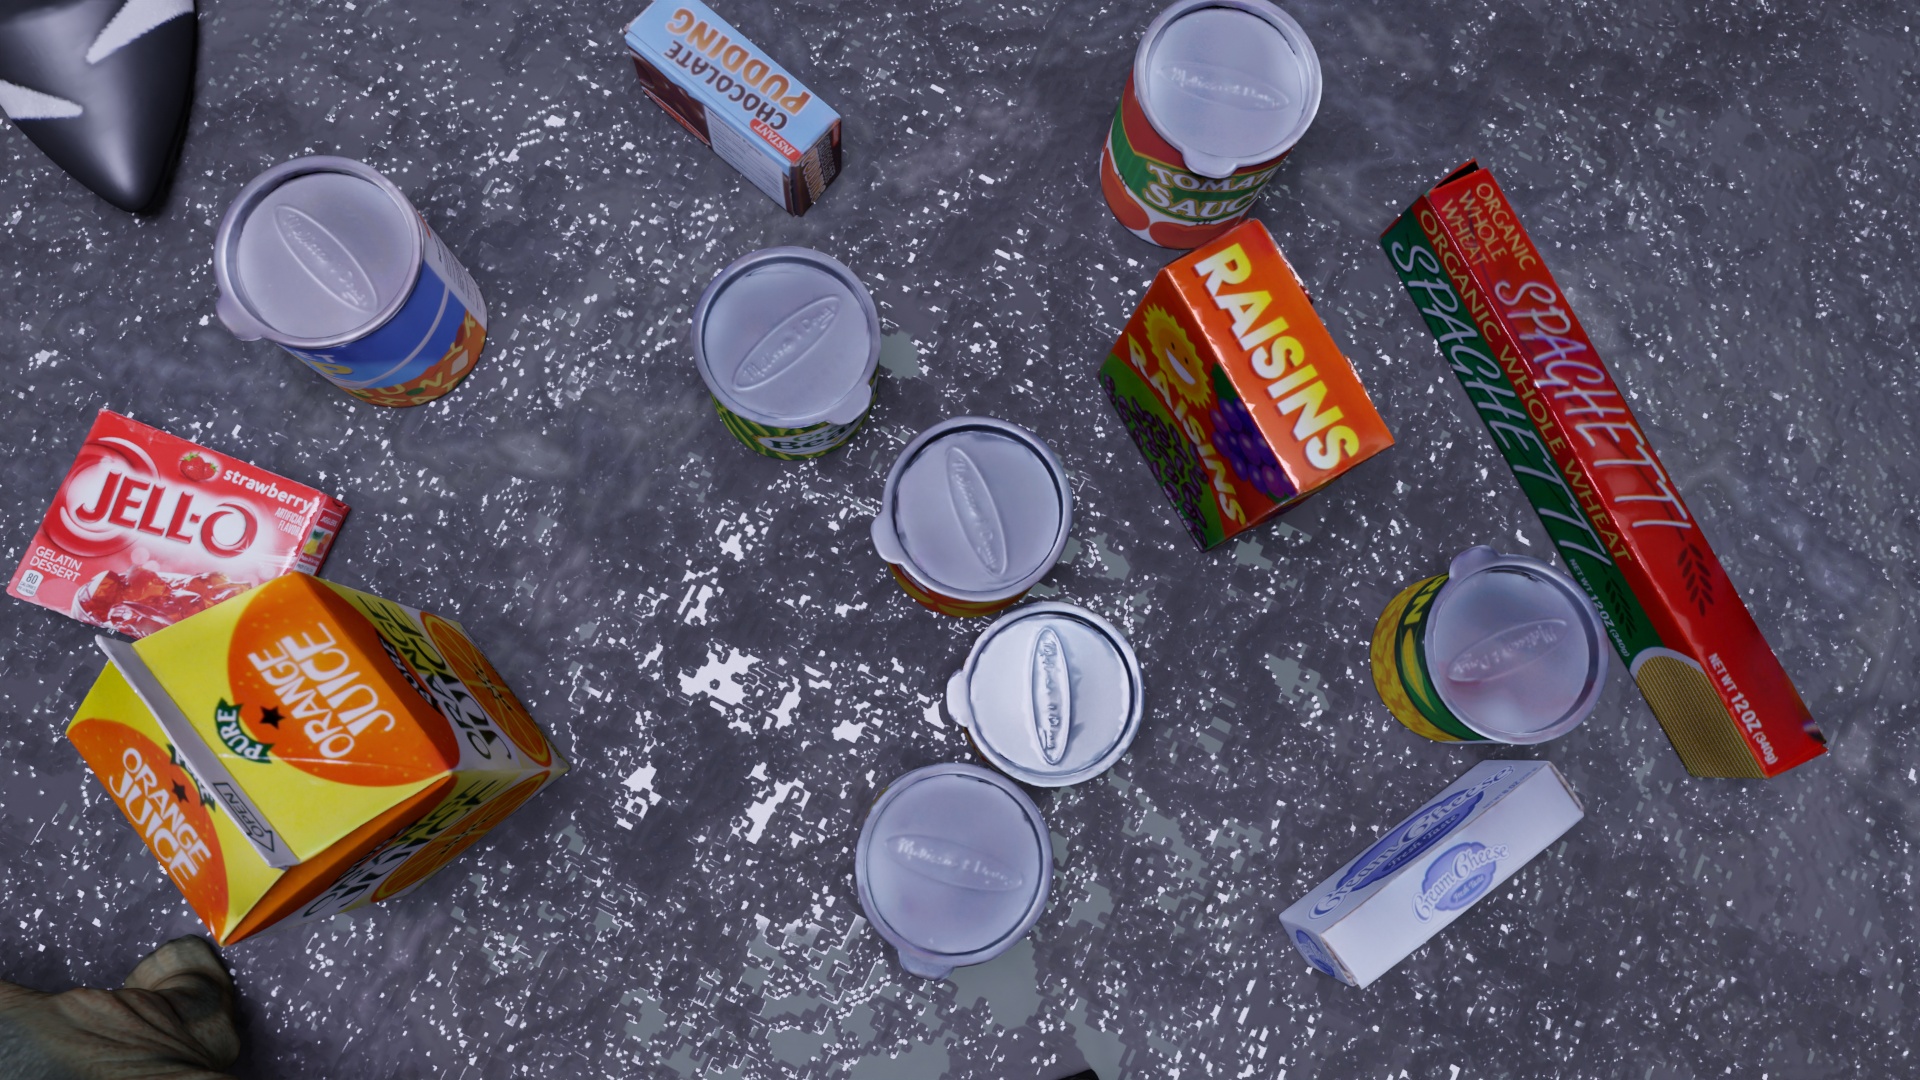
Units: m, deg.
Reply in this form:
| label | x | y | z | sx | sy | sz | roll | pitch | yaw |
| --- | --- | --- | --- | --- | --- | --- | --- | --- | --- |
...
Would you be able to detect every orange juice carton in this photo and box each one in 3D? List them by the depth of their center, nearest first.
| label | x | y | z | sx | sy | sz | roll | pitch | yaw |
| --- | --- | --- | --- | --- | --- | --- | --- | --- | --- |
| orange juice carton | -0.185 | 0.063 | 0.413 | 0.073 | 0.192 | 0.072 | -38 | 85 | -9 |

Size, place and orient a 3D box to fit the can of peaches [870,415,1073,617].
| label | x | y | z | sx | sy | sz | roll | pitch | yaw |
| --- | --- | --- | --- | --- | --- | --- | --- | --- | --- |
| can of peaches | 0.002 | -0.006 | 0.506 | 0.071 | 0.058 | 0.071 | 1 | 81 | -4 |

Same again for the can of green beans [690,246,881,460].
| label | x | y | z | sx | sy | sz | roll | pitch | yaw |
| --- | --- | --- | --- | --- | --- | --- | --- | --- | --- |
| can of green beans | -0.063 | -0.067 | 0.512 | 0.071 | 0.057 | 0.071 | 1 | 81 | -4 |

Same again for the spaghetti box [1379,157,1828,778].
| label | x | y | z | sx | sy | sz | roll | pitch | yaw |
| --- | --- | --- | --- | --- | --- | --- | --- | --- | --- |
| spaghetti box | 0.239 | -0.026 | 0.530 | 0.029 | 0.050 | 0.250 | -27 | 83 | -7 |

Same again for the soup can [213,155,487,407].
| label | x | y | z | sx | sy | sz | roll | pitch | yaw |
| --- | --- | --- | --- | --- | --- | --- | --- | --- | --- |
| soup can | -0.214 | -0.087 | 0.492 | 0.071 | 0.083 | 0.071 | 1 | 81 | -4 |

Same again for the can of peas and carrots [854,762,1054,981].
| label | x | y | z | sx | sy | sz | roll | pitch | yaw |
| --- | --- | --- | --- | --- | --- | --- | --- | --- | --- |
| can of peas and carrots | -0.004 | 0.113 | 0.485 | 0.071 | 0.058 | 0.071 | 1 | 81 | -4 |

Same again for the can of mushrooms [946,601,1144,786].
| label | x | y | z | sx | sy | sz | roll | pitch | yaw |
| --- | --- | --- | --- | --- | --- | --- | --- | --- | --- |
| can of mushrooms | 0.029 | 0.057 | 0.510 | 0.071 | 0.033 | 0.071 | 1 | 80 | -4 |

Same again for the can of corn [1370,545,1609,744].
| label | x | y | z | sx | sy | sz | roll | pitch | yaw |
| --- | --- | --- | --- | --- | --- | --- | --- | --- | --- |
| can of corn | 0.191 | 0.040 | 0.511 | 0.071 | 0.058 | 0.071 | 1 | 81 | -4 |

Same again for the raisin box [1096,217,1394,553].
| label | x | y | z | sx | sy | sz | roll | pitch | yaw |
| --- | --- | --- | --- | --- | --- | --- | --- | --- | --- |
| raisin box | 0.094 | -0.048 | 0.486 | 0.040 | 0.123 | 0.086 | -28 | 84 | -8 |

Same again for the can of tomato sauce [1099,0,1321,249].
| label | x | y | z | sx | sy | sz | roll | pitch | yaw |
| --- | --- | --- | --- | --- | --- | --- | --- | --- | --- |
| can of tomato sauce | 0.091 | -0.153 | 0.525 | 0.071 | 0.083 | 0.071 | 1 | 81 | -4 |

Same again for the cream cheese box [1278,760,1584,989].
| label | x | y | z | sx | sy | sz | roll | pitch | yaw |
| --- | --- | --- | --- | --- | --- | --- | --- | --- | --- |
| cream cheese box | 0.167 | 0.118 | 0.498 | 0.104 | 0.053 | 0.024 | -34 | 85 | -9 |

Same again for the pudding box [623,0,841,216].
| label | x | y | z | sx | sy | sz | roll | pitch | yaw |
| --- | --- | --- | --- | --- | --- | --- | --- | --- | --- |
| pudding box | -0.086 | -0.168 | 0.532 | 0.084 | 0.049 | 0.030 | 39 | 81 | 3 |
